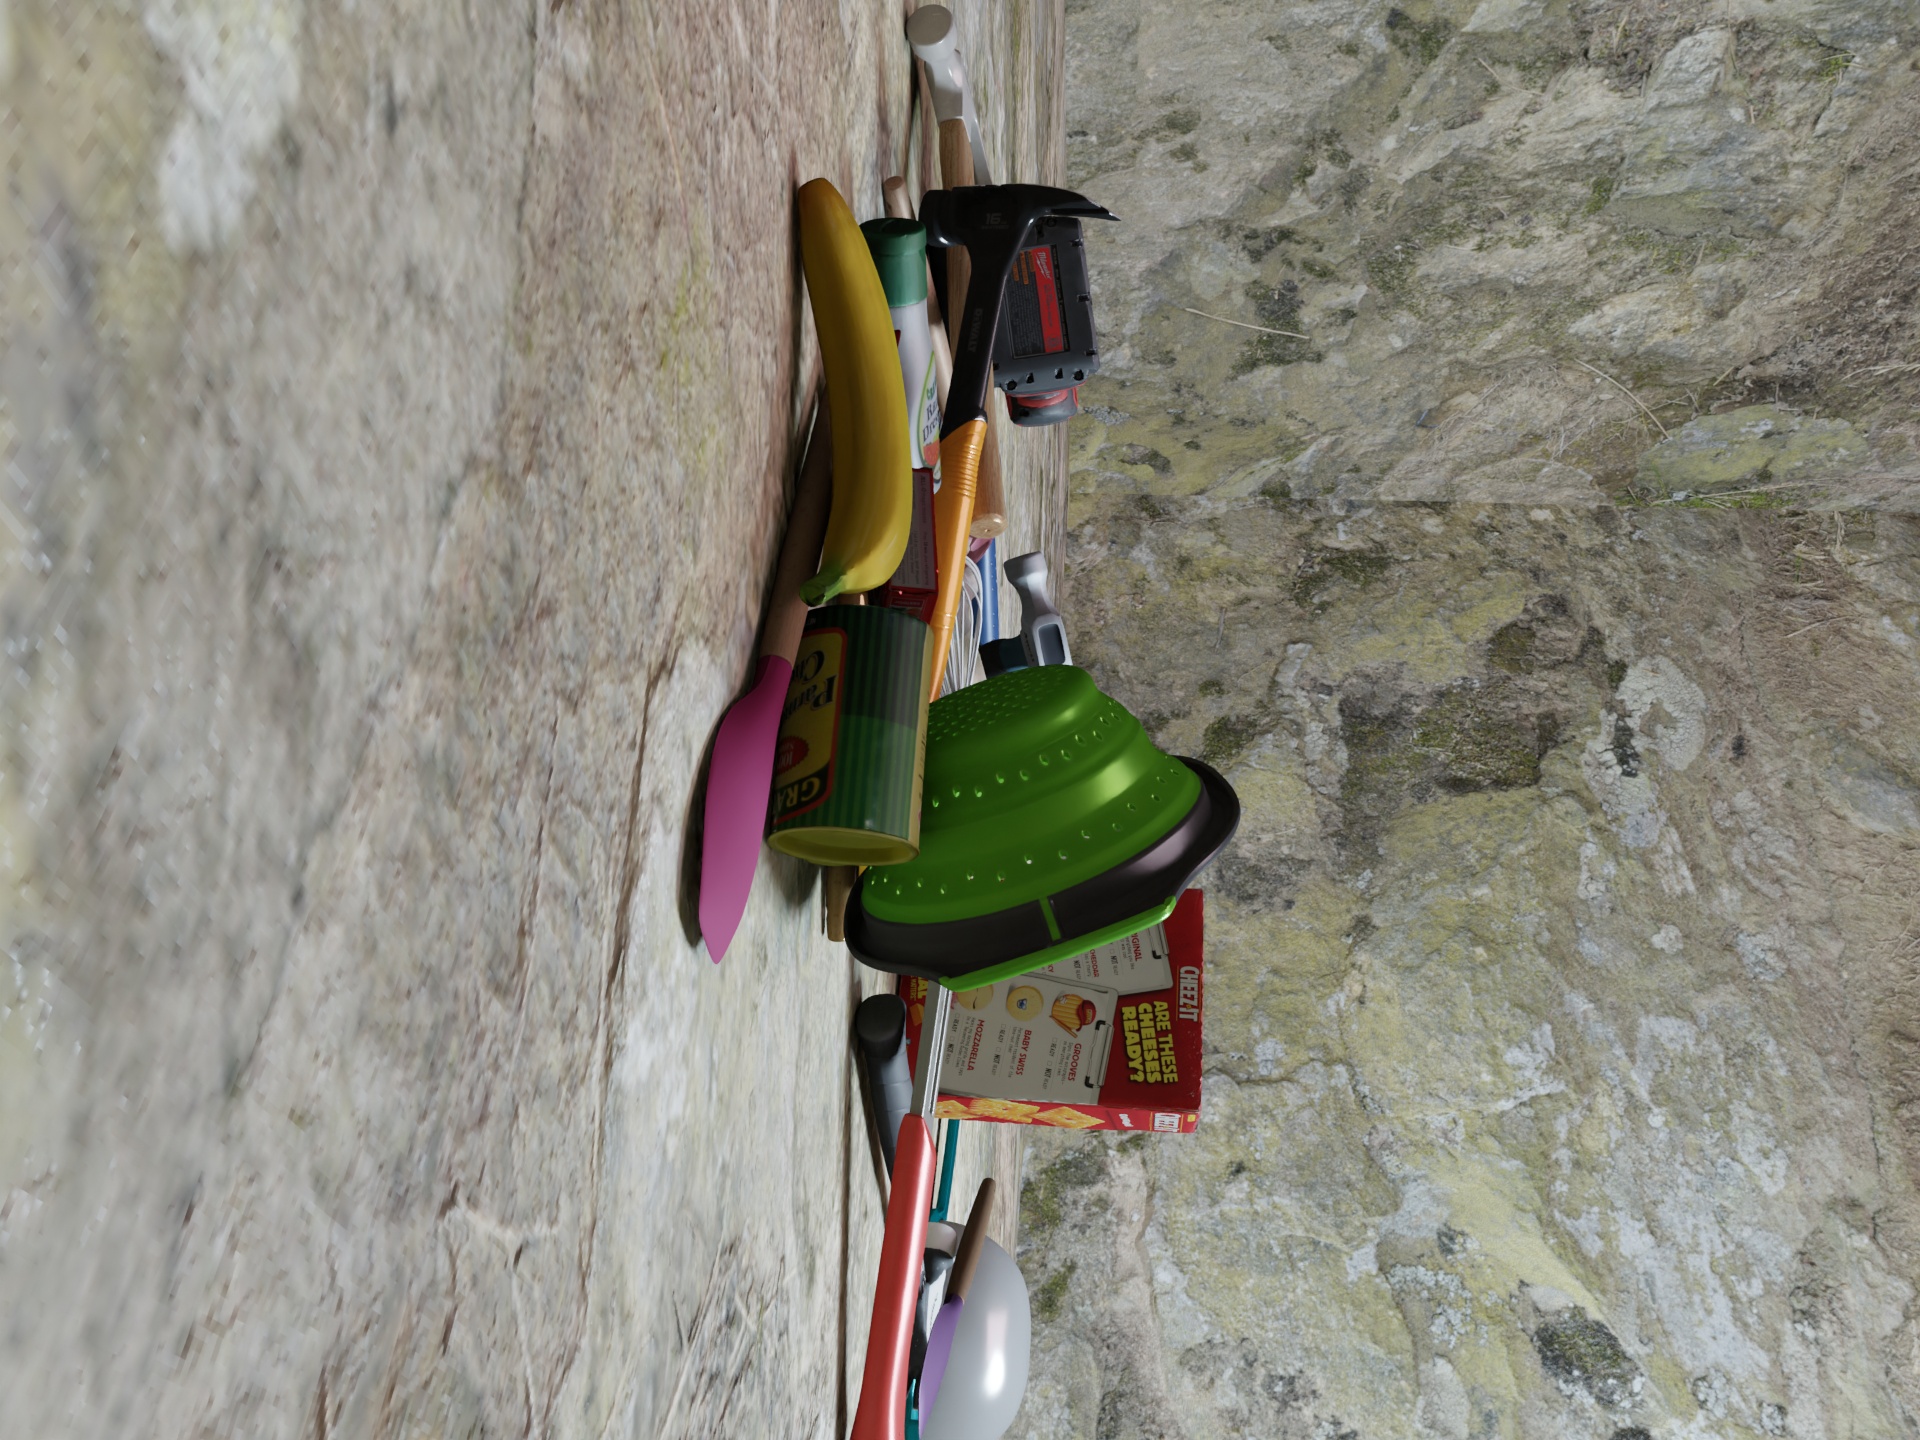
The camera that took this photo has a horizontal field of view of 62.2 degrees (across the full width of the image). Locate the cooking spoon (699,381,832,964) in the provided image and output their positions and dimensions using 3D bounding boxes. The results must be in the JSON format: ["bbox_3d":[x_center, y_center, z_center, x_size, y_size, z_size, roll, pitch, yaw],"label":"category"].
[{"bbox_3d":[-0.074,-0.042,0.670,0.068,0.017,0.319,84,10,-50],"label":"cooking spoon"}]

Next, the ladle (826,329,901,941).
[{"bbox_3d":[-0.055,-0.040,0.815,0.069,0.031,0.315,-128,-139,-80],"label":"ladle"}]

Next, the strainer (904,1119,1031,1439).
[{"bbox_3d":[0.017,0.468,1.364,0.210,0.095,0.341,83,12,-55],"label":"strainer"}]

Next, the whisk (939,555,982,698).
[{"bbox_3d":[-0.002,-0.003,1.070,0.059,0.058,0.246,-109,-171,-65],"label":"whisk"}]

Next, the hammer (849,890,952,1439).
[{"bbox_3d":[-0.032,0.279,0.934,0.149,0.037,0.359,-1,100,-72],"label":"hammer"}]

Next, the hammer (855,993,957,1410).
[{"bbox_3d":[-0.038,0.321,1.077,0.149,0.036,0.408,-80,170,-45],"label":"hammer"}]

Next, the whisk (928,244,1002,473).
[{"bbox_3d":[-0.004,-0.261,1.158,0.055,0.055,0.238,-74,160,-67],"label":"whisk"}]

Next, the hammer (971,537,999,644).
[{"bbox_3d":[0.018,-0.183,1.416,0.144,0.035,0.405,-80,171,-53],"label":"hammer"}]

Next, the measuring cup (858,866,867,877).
[{"bbox_3d":[-0.039,0.115,0.997,0.156,0.029,0.062,81,13,-54],"label":"measuring cup"}]

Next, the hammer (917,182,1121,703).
[{"bbox_3d":[0.002,-0.141,0.920,0.034,0.127,0.337,8,94,-52],"label":"hammer"}]

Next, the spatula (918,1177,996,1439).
[{"bbox_3d":[-0.001,0.421,1.194,0.316,0.018,0.059,-48,140,-76],"label":"spatula"}]

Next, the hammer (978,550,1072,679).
[{"bbox_3d":[0.038,-0.053,1.284,0.331,0.033,0.128,172,-97,-81],"label":"hammer"}]

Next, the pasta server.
[{"bbox_3d":[-0.017,-0.219,1.049,0.060,0.040,0.315,47,-15,34],"label":"pasta server"}]

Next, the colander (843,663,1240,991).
[{"bbox_3d":[0.022,0.014,0.853,0.397,0.204,0.094,-97,167,-76],"label":"colander"}]

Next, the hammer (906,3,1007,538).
[{"bbox_3d":[0.004,-0.273,1.007,0.130,0.031,0.331,51,33,-71],"label":"hammer"}]

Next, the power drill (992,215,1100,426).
[{"bbox_3d":[0.052,-0.322,1.197,0.227,0.080,0.188,-70,152,-83],"label":"power drill"}]

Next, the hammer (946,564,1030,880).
[{"bbox_3d":[0.032,0.087,1.216,0.146,0.038,0.410,-70,147,-67],"label":"hammer"}]
